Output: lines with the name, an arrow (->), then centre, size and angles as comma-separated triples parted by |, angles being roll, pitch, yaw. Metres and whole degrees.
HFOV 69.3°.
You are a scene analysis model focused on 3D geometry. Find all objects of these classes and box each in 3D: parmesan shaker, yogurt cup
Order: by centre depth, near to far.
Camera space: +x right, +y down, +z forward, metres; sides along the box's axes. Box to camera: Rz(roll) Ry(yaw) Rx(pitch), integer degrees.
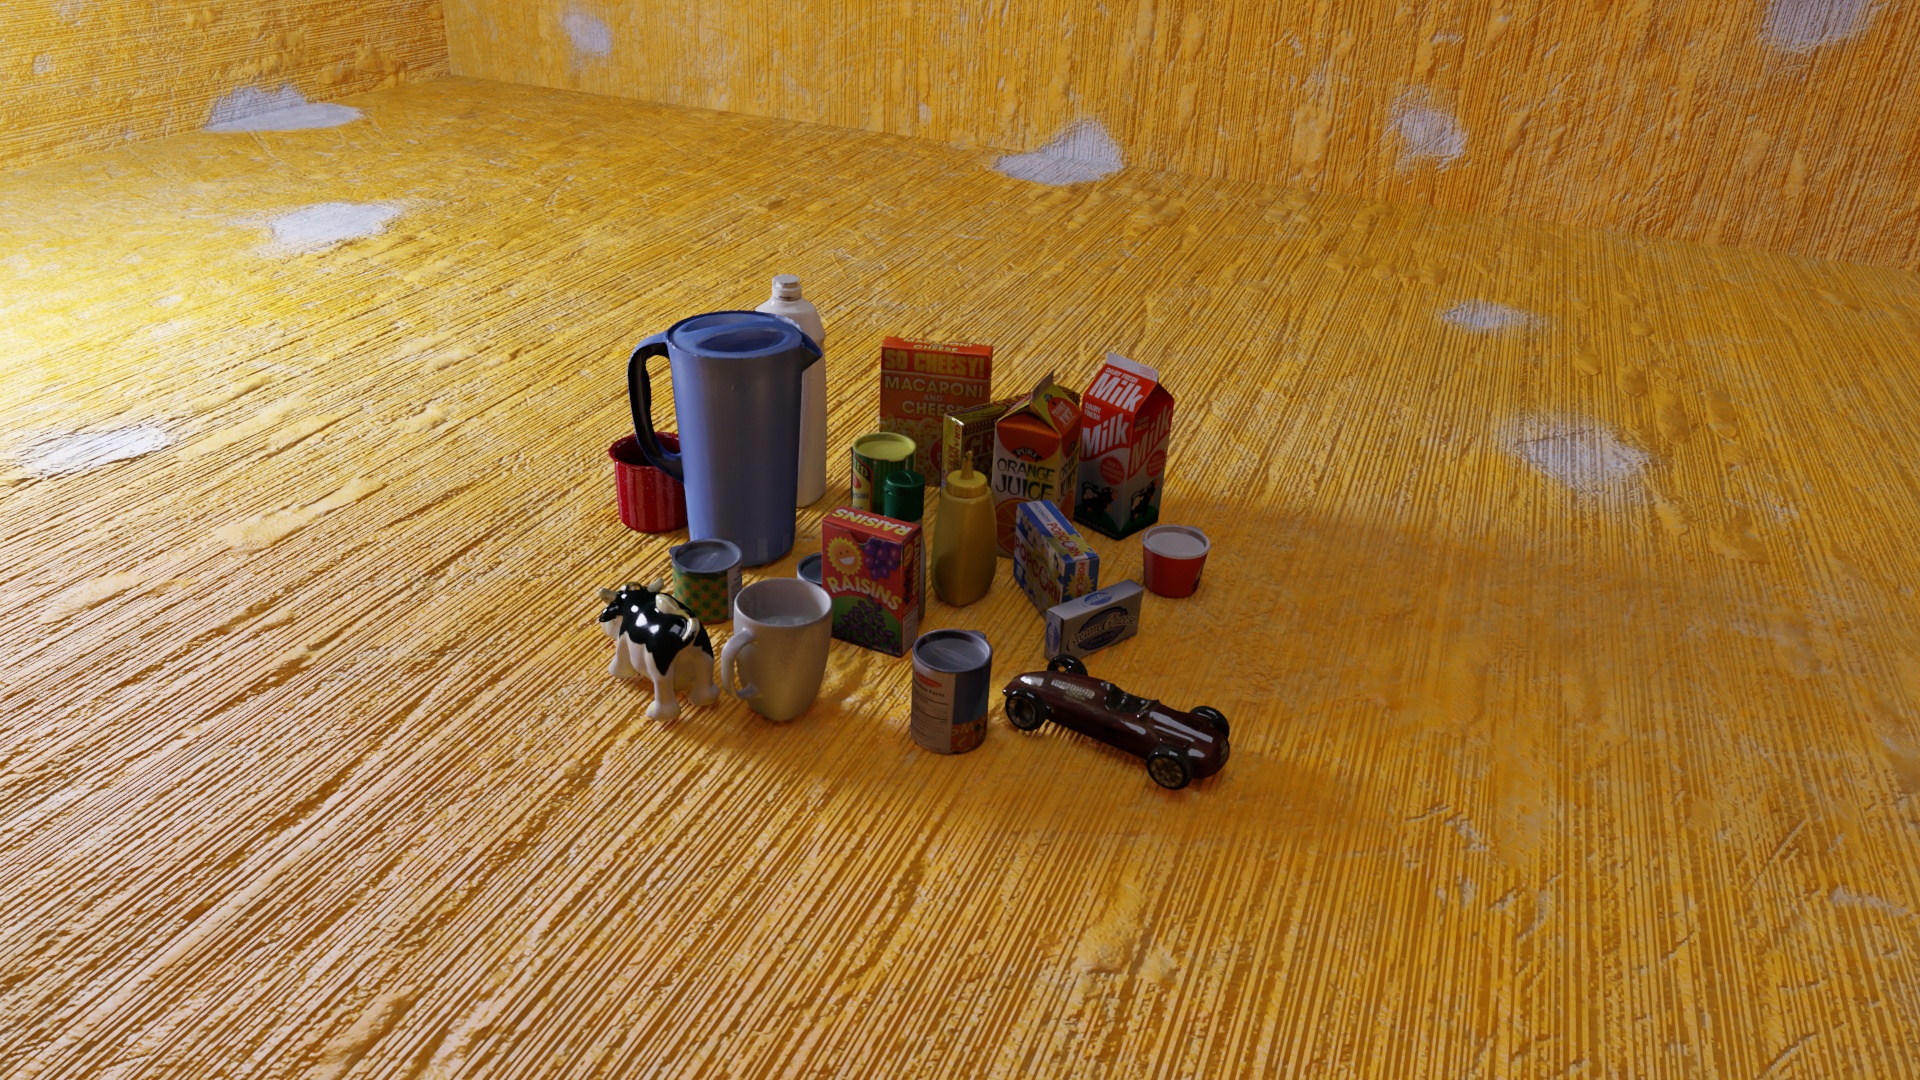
yogurt cup -> 0.215, 0.022, 1.404 | 0.072, 0.053, 0.073 | 2, 28, -1
parmesan shaker -> -0.080, -0.053, 1.462 | 0.071, 0.102, 0.071 | 2, 28, -1

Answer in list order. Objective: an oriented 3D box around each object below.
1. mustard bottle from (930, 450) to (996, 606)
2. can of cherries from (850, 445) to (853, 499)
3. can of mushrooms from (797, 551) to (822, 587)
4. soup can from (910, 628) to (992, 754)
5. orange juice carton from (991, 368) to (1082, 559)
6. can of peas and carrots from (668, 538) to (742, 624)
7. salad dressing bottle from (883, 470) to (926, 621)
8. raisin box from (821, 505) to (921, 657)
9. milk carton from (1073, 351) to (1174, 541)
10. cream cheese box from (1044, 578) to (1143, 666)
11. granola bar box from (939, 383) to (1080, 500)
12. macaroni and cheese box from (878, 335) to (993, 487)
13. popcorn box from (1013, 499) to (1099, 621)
mustard bottle -> 0.005, -0.017, 1.344 | 0.049, 0.159, 0.065 | 24, 35, 35
can of cherries -> -0.088, -0.076, 1.551 | 0.071, 0.058, 0.072 | 2, 28, -1
can of mushrooms -> -0.124, 0.040, 1.358 | 0.071, 0.033, 0.071 | 2, 28, -1
soup can -> -0.006, 0.125, 1.159 | 0.071, 0.083, 0.072 | 2, 28, -1
orange juice carton -> 0.078, -0.077, 1.429 | 0.073, 0.191, 0.072 | 13, 30, 19
can of peas and carrots -> -0.243, 0.039, 1.322 | 0.071, 0.058, 0.071 | 2, 28, -1
salad dressing bottle -> -0.054, 0.007, 1.306 | 0.044, 0.147, 0.064 | -6, 29, -16
raisin box -> -0.083, 0.037, 1.273 | 0.086, 0.122, 0.040 | 15, 30, 22
milk carton -> 0.175, -0.104, 1.492 | 0.072, 0.189, 0.074 | 27, 36, 37
cream cheese box -> 0.125, 0.076, 1.295 | 0.104, 0.053, 0.024 | -18, 34, -34
granola bar box -> 0.054, -0.095, 1.532 | 0.166, 0.123, 0.039 | -18, 34, -34
macaroni and cheese box -> -0.029, -0.143, 1.569 | 0.124, 0.165, 0.040 | 6, 28, 5
popcorn box -> 0.091, 0.026, 1.352 | 0.038, 0.084, 0.127 | -7, 30, -18
